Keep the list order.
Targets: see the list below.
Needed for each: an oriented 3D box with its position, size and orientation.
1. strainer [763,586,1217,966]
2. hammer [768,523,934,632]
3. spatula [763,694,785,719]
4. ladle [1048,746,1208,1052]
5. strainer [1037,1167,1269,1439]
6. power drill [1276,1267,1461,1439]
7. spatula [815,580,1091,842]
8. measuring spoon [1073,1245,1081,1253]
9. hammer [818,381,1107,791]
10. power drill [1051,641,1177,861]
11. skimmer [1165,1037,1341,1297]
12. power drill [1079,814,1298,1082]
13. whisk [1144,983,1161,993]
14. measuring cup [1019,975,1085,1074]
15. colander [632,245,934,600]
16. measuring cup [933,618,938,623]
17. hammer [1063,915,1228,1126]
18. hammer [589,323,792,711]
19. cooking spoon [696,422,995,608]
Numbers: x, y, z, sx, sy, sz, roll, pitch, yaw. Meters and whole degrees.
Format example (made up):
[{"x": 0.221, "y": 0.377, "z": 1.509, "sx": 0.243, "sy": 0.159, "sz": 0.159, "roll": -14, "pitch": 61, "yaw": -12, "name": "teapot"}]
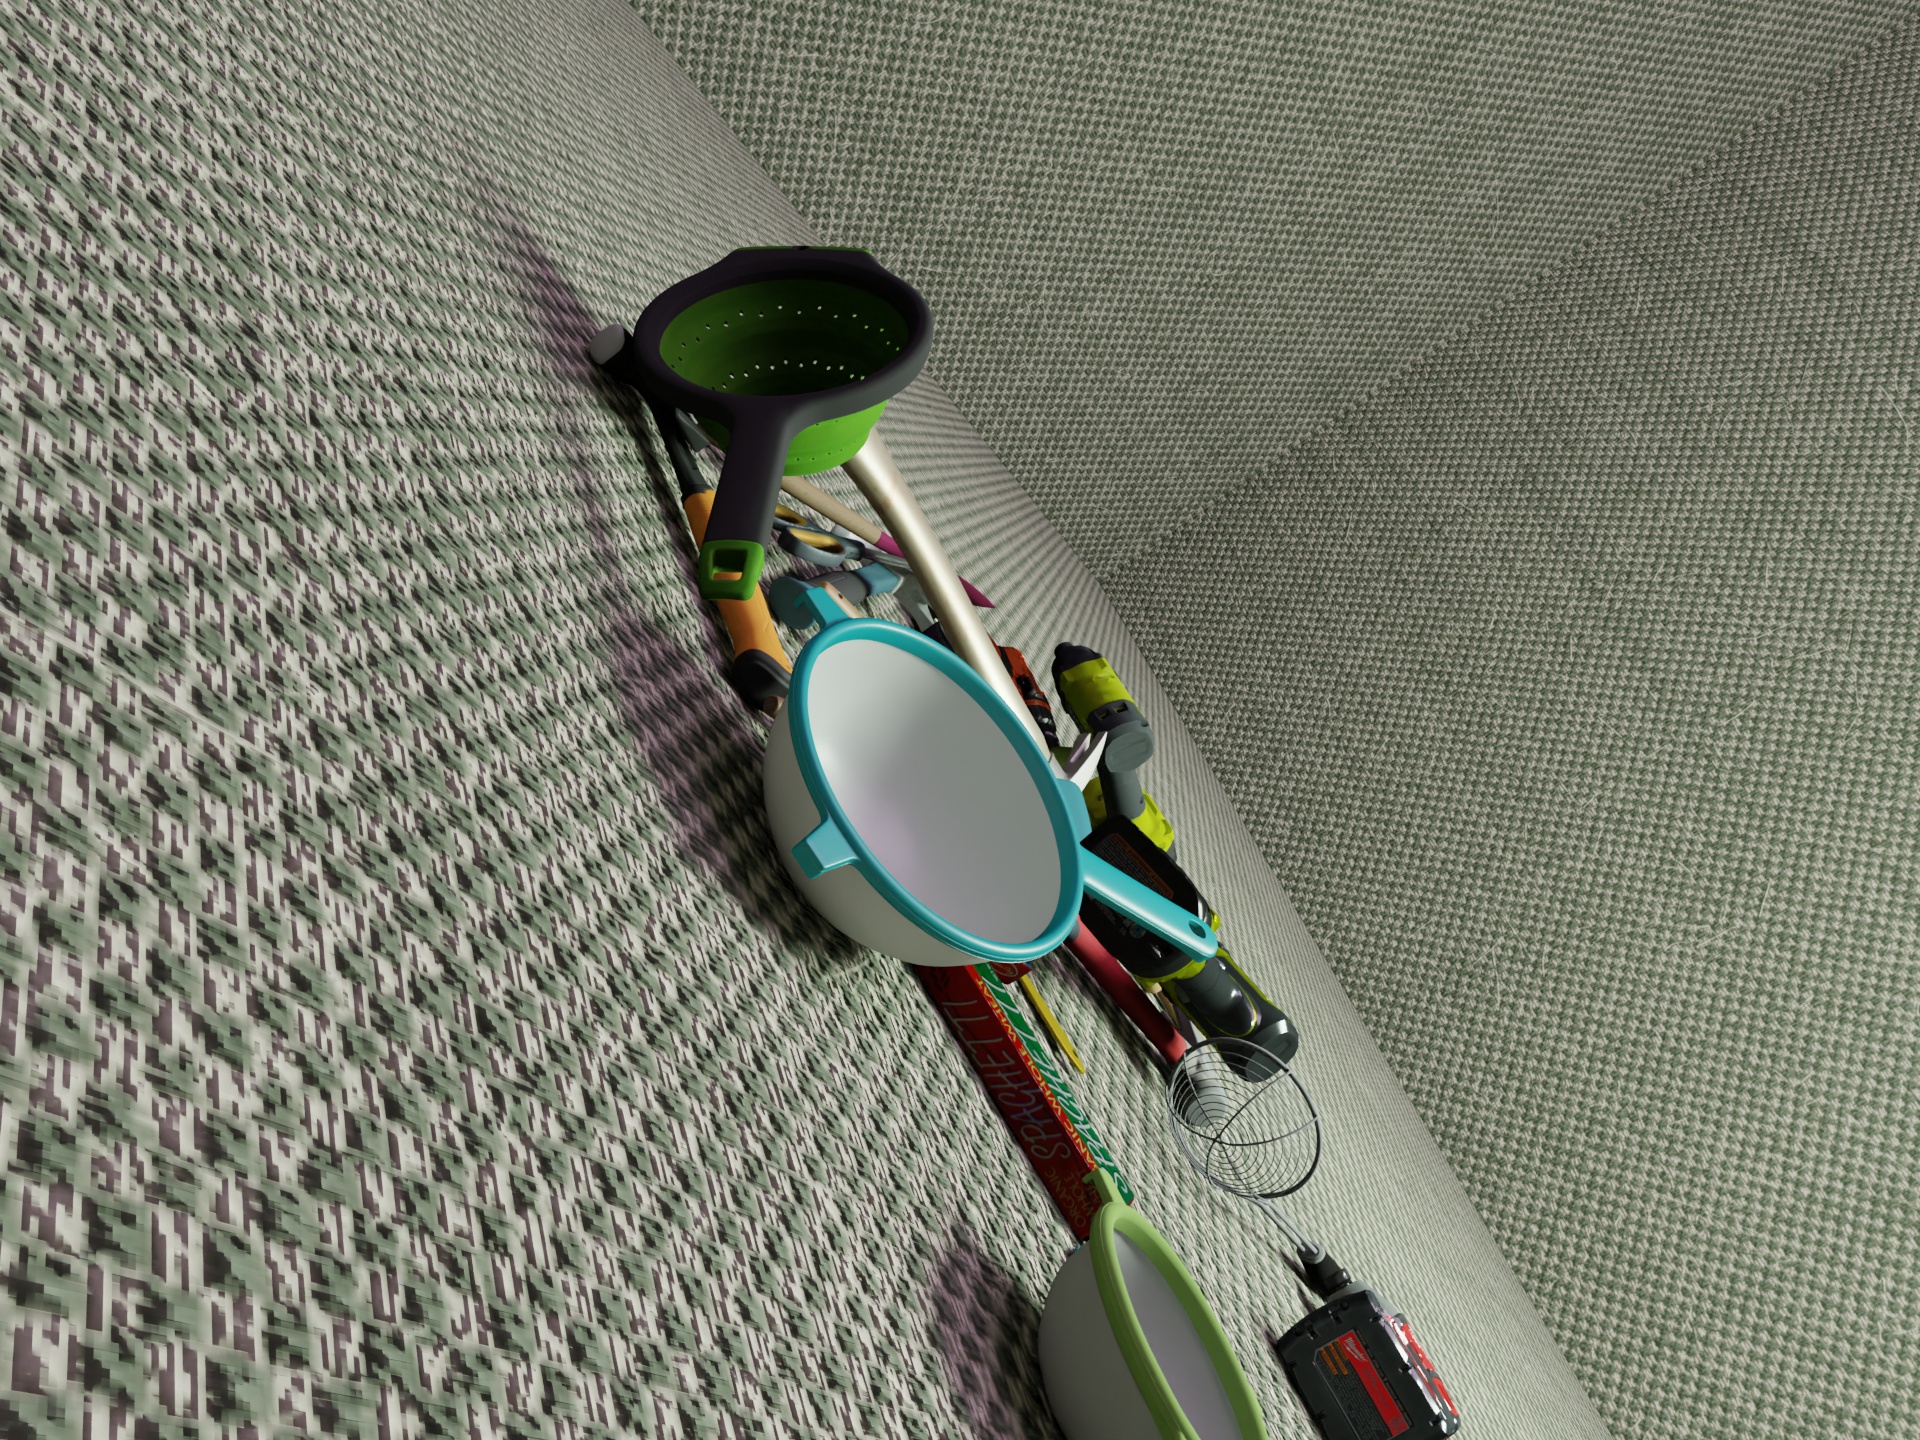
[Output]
[{"x": 0.009, "y": 0.083, "z": 0.907, "sx": 0.340, "sy": 0.095, "sz": 0.211, "roll": 32, "pitch": 36, "yaw": -33, "name": "strainer"}, {"x": -0.090, "y": -0.108, "z": 1.277, "sx": 0.128, "sy": 0.033, "sz": 0.331, "roll": 38, "pitch": 14, "yaw": 2, "name": "hammer"}, {"x": -0.022, "y": 0.045, "z": 1.057, "sx": 0.315, "sy": 0.018, "sz": 0.060, "roll": 31, "pitch": 39, "yaw": -48, "name": "spatula"}, {"x": 0.155, "y": 0.170, "z": 1.497, "sx": 0.320, "sy": 0.062, "sz": 0.078, "roll": 59, "pitch": -21, "yaw": 2, "name": "ladle"}, {"x": 0.074, "y": 0.315, "z": 0.679, "sx": 0.151, "sy": 0.069, "sz": 0.256, "roll": 57, "pitch": 11, "yaw": -6, "name": "strainer"}, {"x": 0.307, "y": 0.480, "z": 1.183, "sx": 0.143, "sy": 0.078, "sz": 0.219, "roll": 60, "pitch": 9, "yaw": 24, "name": "power drill"}, {"x": -0.002, "y": -0.004, "z": 1.200, "sx": 0.317, "sy": 0.044, "sz": 0.082, "roll": 47, "pitch": 23, "yaw": -35, "name": "spatula"}, {"x": 0.099, "y": 0.314, "z": 0.907, "sx": 0.128, "sy": 0.021, "sz": 0.042, "roll": 44, "pitch": 16, "yaw": -51, "name": "measuring spoon"}, {"x": -0.002, "y": -0.096, "z": 1.282, "sx": 0.146, "sy": 0.038, "sz": 0.410, "roll": -50, "pitch": 121, "yaw": -40, "name": "hammer"}, {"x": 0.145, "y": 0.039, "z": 1.566, "sx": 0.171, "sy": 0.080, "sz": 0.223, "roll": -117, "pitch": -171, "yaw": -49, "name": "power drill"}, {"x": 0.270, "y": 0.377, "z": 1.275, "sx": 0.362, "sy": 0.127, "sz": 0.090, "roll": 52, "pitch": 52, "yaw": -41, "name": "skimmer"}, {"x": 0.162, "y": 0.171, "z": 1.250, "sx": 0.191, "sy": 0.080, "sz": 0.228, "roll": 49, "pitch": 0, "yaw": 43, "name": "power drill"}, {"x": 0.115, "y": 0.146, "z": 1.454, "sx": 0.245, "sy": 0.051, "sz": 0.047, "roll": 58, "pitch": 31, "yaw": -6, "name": "whisk"}, {"x": 0.055, "y": 0.174, "z": 1.111, "sx": 0.157, "sy": 0.029, "sz": 0.062, "roll": 58, "pitch": 11, "yaw": 27, "name": "measuring cup"}, {"x": -0.123, "y": -0.181, "z": 1.051, "sx": 0.398, "sy": 0.204, "sz": 0.094, "roll": -87, "pitch": 177, "yaw": -47, "name": "colander"}, {"x": 0.003, "y": -0.023, "z": 1.463, "sx": 0.168, "sy": 0.038, "sz": 0.083, "roll": 59, "pitch": 11, "yaw": 27, "name": "measuring cup"}, {"x": 0.090, "y": 0.163, "z": 1.277, "sx": 0.386, "sy": 0.038, "sz": 0.143, "roll": 50, "pitch": 11, "yaw": -25, "name": "hammer"}, {"x": -0.165, "y": -0.130, "z": 1.061, "sx": 0.127, "sy": 0.034, "sz": 0.337, "roll": 41, "pitch": 18, "yaw": -50, "name": "hammer"}, {"x": -0.091, "y": -0.166, "z": 1.333, "sx": 0.318, "sy": 0.017, "sz": 0.069, "roll": 30, "pitch": -4, "yaw": -34, "name": "cooking spoon"}]
